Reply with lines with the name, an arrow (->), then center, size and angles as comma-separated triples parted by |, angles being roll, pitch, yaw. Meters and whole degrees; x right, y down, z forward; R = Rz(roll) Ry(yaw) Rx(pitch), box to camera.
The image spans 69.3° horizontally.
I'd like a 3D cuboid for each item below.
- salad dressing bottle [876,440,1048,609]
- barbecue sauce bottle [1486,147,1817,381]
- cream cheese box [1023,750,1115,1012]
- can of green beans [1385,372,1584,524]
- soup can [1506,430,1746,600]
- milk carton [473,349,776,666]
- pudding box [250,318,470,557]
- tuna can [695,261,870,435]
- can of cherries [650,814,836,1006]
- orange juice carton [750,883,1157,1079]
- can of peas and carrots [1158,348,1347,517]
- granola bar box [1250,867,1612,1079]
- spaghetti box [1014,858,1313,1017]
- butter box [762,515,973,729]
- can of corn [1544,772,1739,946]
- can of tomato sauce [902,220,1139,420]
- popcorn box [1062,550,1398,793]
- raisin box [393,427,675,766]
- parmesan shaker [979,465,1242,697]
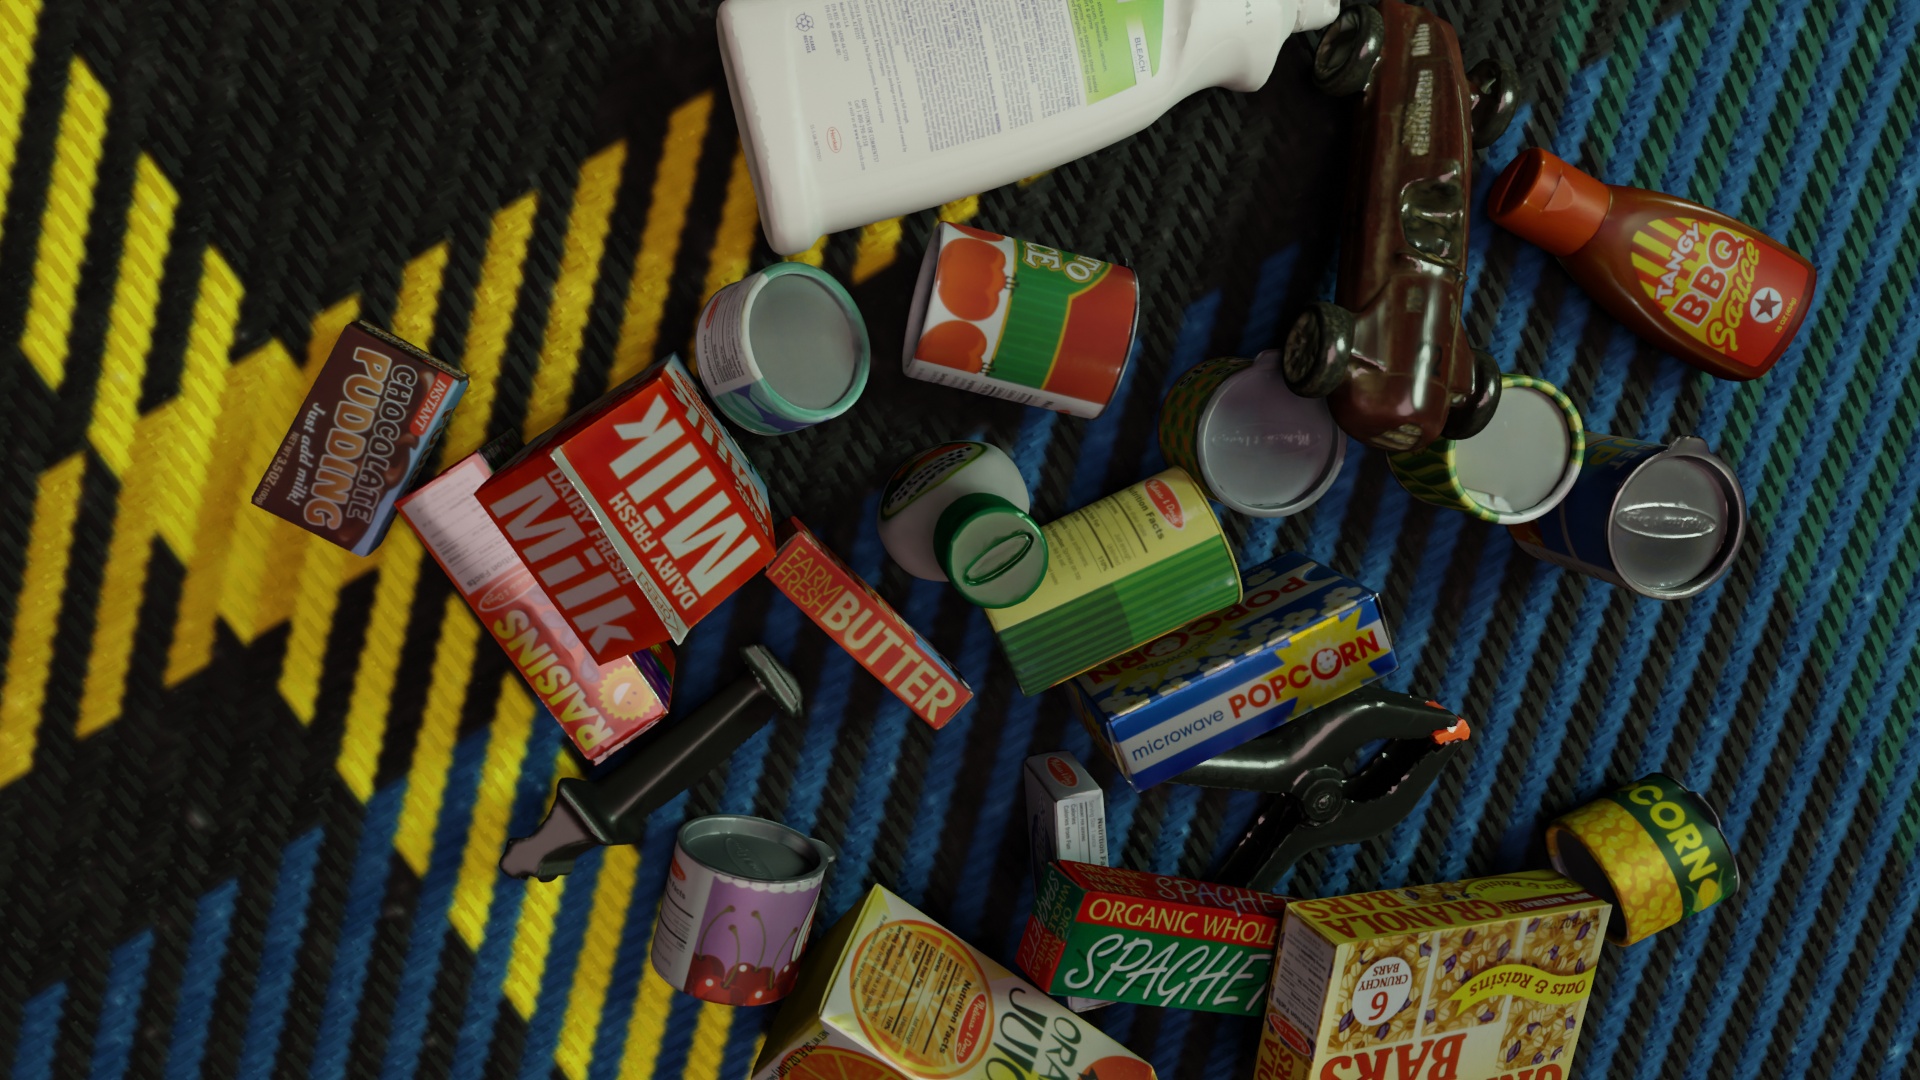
salad dressing bottle -> 0.002, -0.007, 0.546 | 0.064, 0.148, 0.044 | -34, 104, -2
barbecue sauce bottle -> 0.310, -0.129, 0.630 | 0.148, 0.044, 0.064 | 24, 97, -12
cream cheese box -> 0.050, 0.154, 0.632 | 0.024, 0.053, 0.103 | -7, 102, -10
can of green beans -> 0.235, -0.044, 0.625 | 0.071, 0.058, 0.071 | -2, 100, -9
soup can -> 0.297, -0.017, 0.627 | 0.071, 0.084, 0.071 | -2, 101, -9
milk carton -> -0.117, -0.015, 0.503 | 0.073, 0.191, 0.072 | -32, 104, -2
pudding box -> -0.240, -0.041, 0.560 | 0.049, 0.030, 0.083 | 30, 94, -14
tuna can -> -0.069, -0.077, 0.565 | 0.071, 0.032, 0.071 | 9, 76, -42
can of cherries -> -0.094, 0.159, 0.603 | 0.071, 0.071, 0.058 | 12, 98, -11
orange juice carton -> 0.014, 0.242, 0.606 | 0.192, 0.073, 0.071 | 35, 129, -6
can of peas and carrots -> 0.125, -0.049, 0.605 | 0.071, 0.059, 0.070 | -2, 100, -9
granola bar box -> 0.213, 0.221, 0.636 | 0.166, 0.039, 0.124 | 1, 104, -26
spaghetti box -> 0.139, 0.188, 0.632 | 0.250, 0.029, 0.050 | 16, 97, -29
butter box -> -0.042, 0.034, 0.595 | 0.103, 0.053, 0.024 | 44, 89, -14
can of corn -> 0.327, 0.153, 0.670 | 0.058, 0.071, 0.071 | -24, 103, -4
can of tomato sauce -> 0.024, -0.093, 0.577 | 0.083, 0.071, 0.071 | 12, 98, -11
popcorn box -> 0.113, 0.054, 0.608 | 0.127, 0.085, 0.038 | -24, 105, -5
raisin box -> -0.165, 0.020, 0.555 | 0.040, 0.086, 0.123 | -34, 104, -3
parmesan shaker -> 0.060, 0.017, 0.604 | 0.103, 0.071, 0.071 | -24, 103, -2
